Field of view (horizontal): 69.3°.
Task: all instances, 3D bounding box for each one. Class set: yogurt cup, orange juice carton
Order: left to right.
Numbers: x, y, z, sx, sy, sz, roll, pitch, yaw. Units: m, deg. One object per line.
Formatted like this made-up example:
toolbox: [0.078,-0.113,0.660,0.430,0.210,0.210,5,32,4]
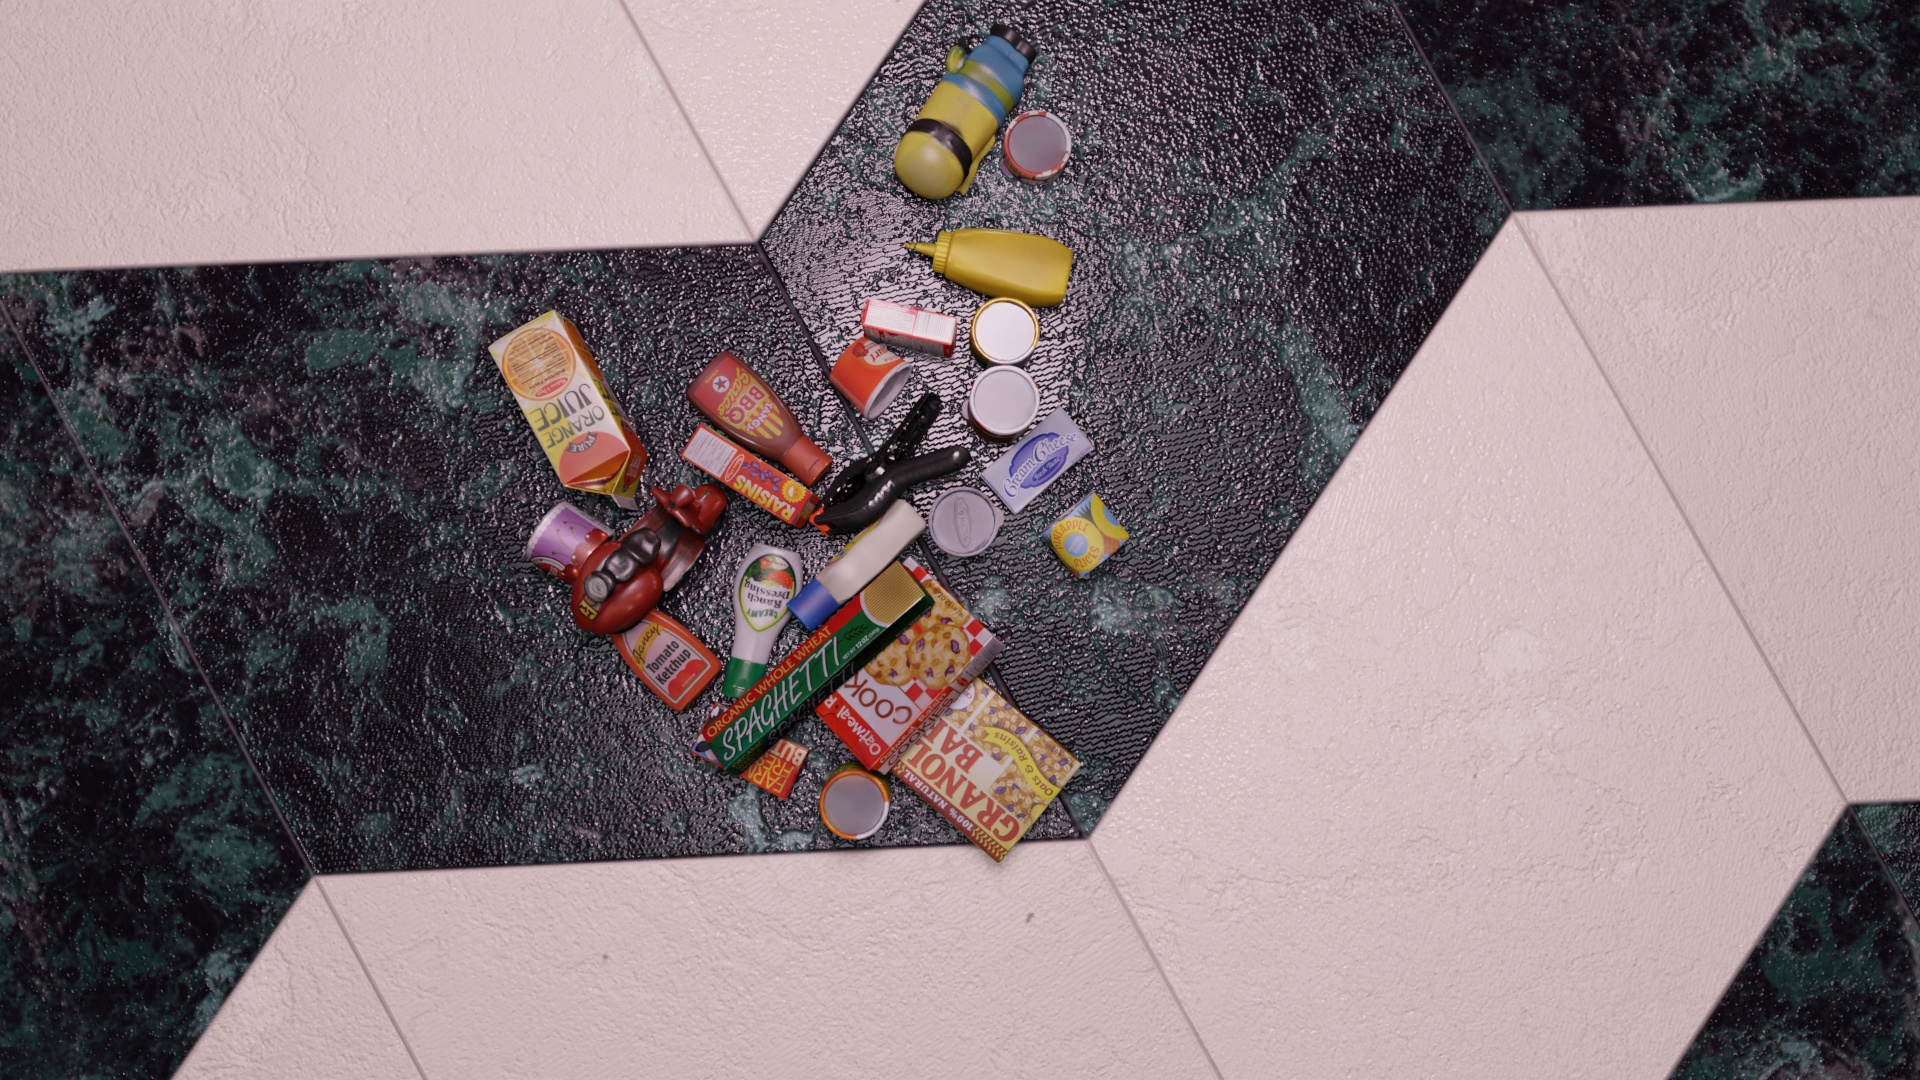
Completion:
orange juice carton: [-0.360,-0.113,1.314,0.073,0.072,0.192,-29,89,-1]
yogurt cup: [-0.087,-0.157,1.325,0.054,0.072,0.072,39,89,8]

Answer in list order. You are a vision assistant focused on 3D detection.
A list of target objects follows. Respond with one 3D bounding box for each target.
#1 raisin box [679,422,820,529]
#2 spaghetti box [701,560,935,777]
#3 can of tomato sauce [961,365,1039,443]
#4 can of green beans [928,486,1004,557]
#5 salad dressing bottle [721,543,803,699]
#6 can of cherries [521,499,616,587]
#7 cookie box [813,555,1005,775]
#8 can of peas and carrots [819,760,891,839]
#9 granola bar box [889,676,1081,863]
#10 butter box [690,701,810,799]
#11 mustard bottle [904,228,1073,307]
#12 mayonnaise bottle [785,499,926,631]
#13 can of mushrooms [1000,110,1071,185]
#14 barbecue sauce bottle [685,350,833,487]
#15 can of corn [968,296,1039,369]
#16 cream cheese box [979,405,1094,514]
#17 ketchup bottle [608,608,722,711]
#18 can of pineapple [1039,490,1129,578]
raisin box: [-0.196,-0.059,1.308,0.123,0.086,0.040,32,87,0]
spaghetti box: [-0.133,0.120,1.289,0.250,0.028,0.050,-41,59,1]
can of tomato sauce: [0.038,-0.129,1.315,0.071,0.083,0.071,0,89,-1]
can of green beans: [0.002,-0.017,1.324,0.071,0.058,0.071,0,89,-1]
salad dressing bottle: [-0.192,0.078,1.325,0.064,0.044,0.147,14,89,-8]
can of cherries: [-0.370,0.007,1.313,0.058,0.071,0.071,33,89,-1]
cookie box: [-0.060,0.117,1.304,0.167,0.040,0.123,-47,62,-1]
can of peas and carrots: [-0.101,0.244,1.315,0.071,0.058,0.071,0,88,-1]
granola bar box: [0.013,0.206,1.328,0.165,0.039,0.124,40,89,1]
butter box: [-0.200,0.201,1.332,0.103,0.024,0.053,27,88,0]
mustard bottle: [0.026,-0.269,1.336,0.160,0.048,0.065,13,78,0]
mayonnaise bottle: [-0.099,0.023,1.311,0.148,0.065,0.041,-43,100,-9]
can of mushrooms: [0.072,-0.380,1.348,0.071,0.033,0.071,0,89,-2]
barbecue sauce bottle: [-0.189,-0.112,1.331,0.148,0.043,0.065,41,82,0]
can of corn: [0.040,-0.199,1.330,0.071,0.058,0.071,0,89,-1]
cream cheese box: [0.074,-0.077,1.344,0.104,0.024,0.053,-41,89,-2]
ketchup bottle: [-0.300,0.092,1.324,0.149,0.043,0.065,43,85,1]
can of pineapple: [0.118,-0.005,1.320,0.071,0.071,0.058,-39,90,-1]
